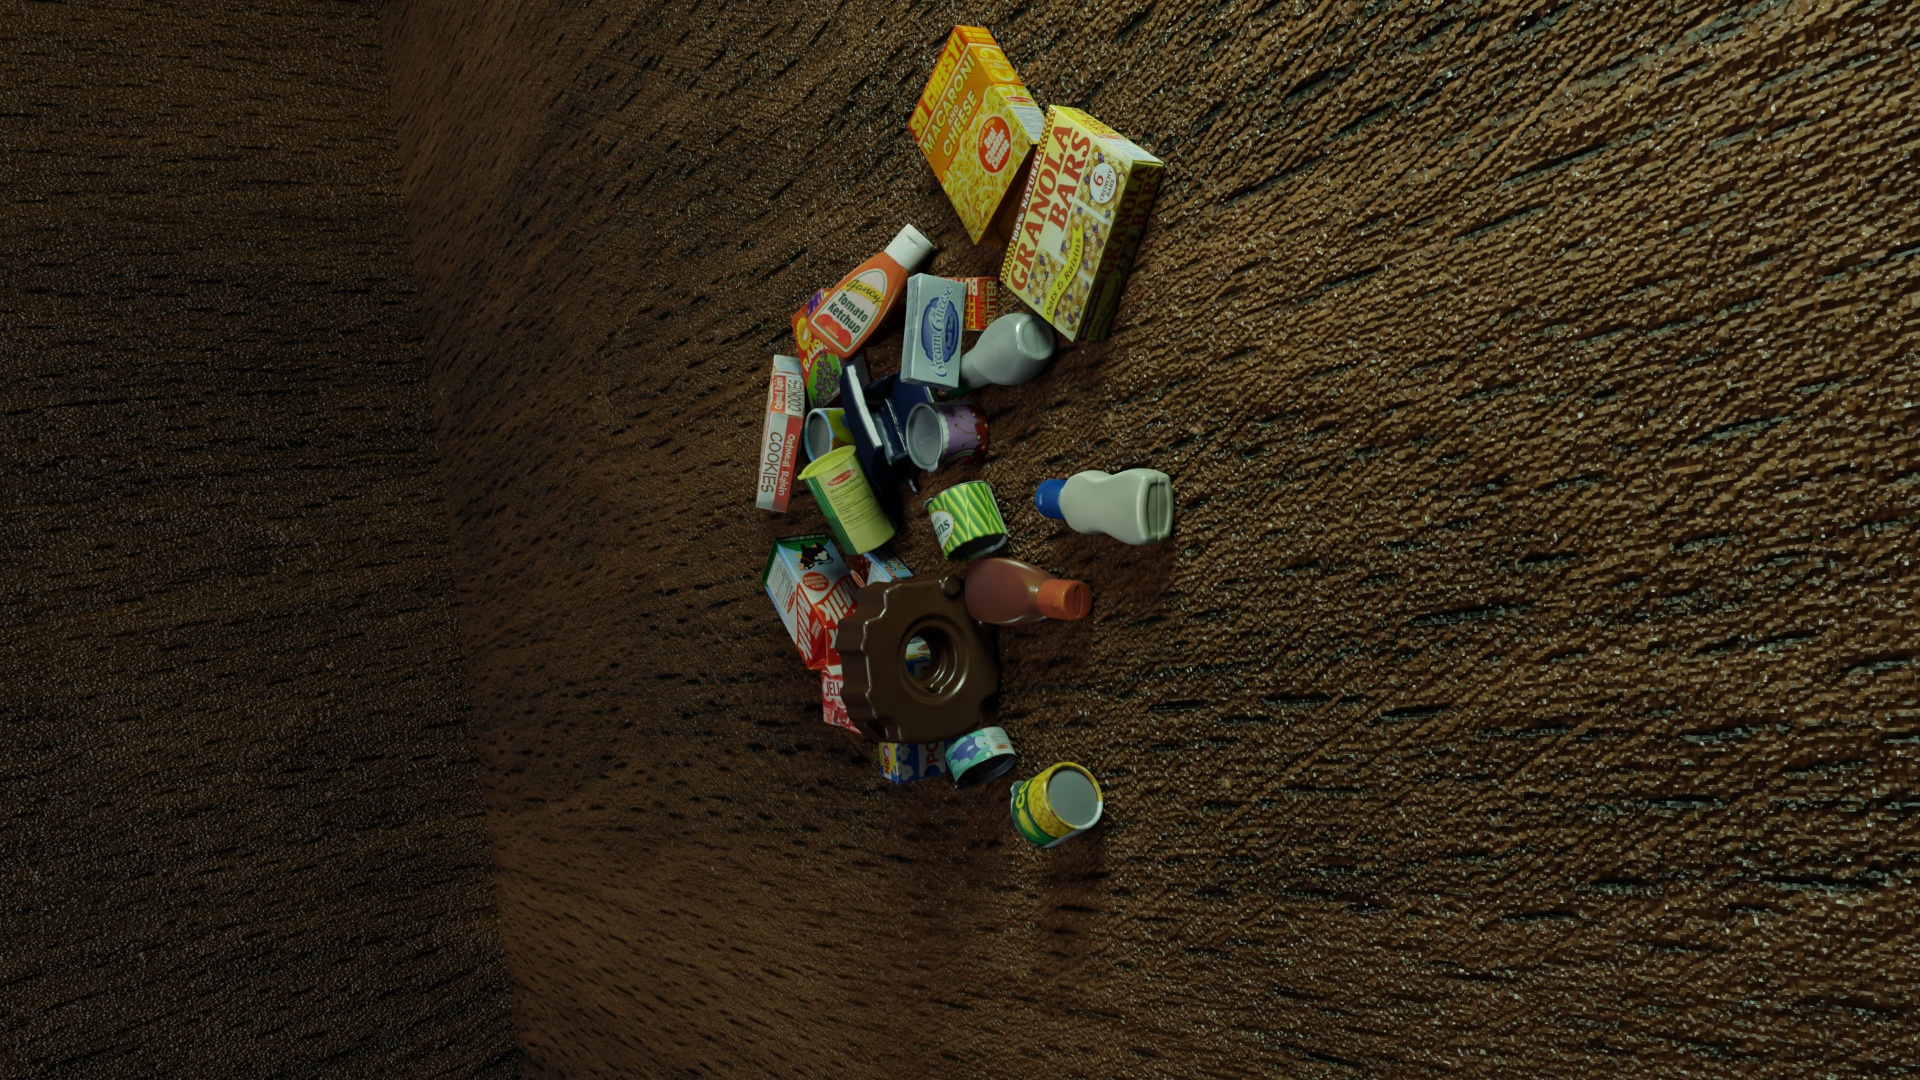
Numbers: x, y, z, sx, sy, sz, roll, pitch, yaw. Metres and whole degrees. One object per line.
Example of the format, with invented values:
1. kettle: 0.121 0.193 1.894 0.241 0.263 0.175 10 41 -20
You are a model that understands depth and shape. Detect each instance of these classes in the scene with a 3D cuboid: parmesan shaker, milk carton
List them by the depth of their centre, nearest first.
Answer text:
1. parmesan shaker: -0.122 -0.042 1.508 0.071 0.071 0.102 4 127 55
2. milk carton: -0.157 0.082 1.612 0.191 0.072 0.073 56 138 36

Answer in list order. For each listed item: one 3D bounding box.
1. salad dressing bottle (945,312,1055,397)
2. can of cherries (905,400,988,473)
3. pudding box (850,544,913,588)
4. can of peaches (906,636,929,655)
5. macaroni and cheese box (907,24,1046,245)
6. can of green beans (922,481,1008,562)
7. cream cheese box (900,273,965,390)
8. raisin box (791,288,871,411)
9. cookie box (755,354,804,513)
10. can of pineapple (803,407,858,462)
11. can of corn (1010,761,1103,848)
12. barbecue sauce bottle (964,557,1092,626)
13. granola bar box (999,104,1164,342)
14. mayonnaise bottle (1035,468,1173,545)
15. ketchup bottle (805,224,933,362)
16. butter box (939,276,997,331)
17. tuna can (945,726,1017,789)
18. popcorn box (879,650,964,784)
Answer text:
1. salad dressing bottle: 0.032 -0.172 1.320 0.147 0.044 0.064 -18 79 57
2. can of cherries: -0.013 -0.103 1.382 0.071 0.058 0.071 12 105 54
3. pudding box: -0.088 0.038 1.541 0.084 0.030 0.049 44 131 44
4. can of peaches: -0.067 0.132 1.491 0.071 0.071 0.058 6 101 55
5. macaroni and cheese box: 0.020 -0.380 1.305 0.123 0.040 0.167 -55 52 45
6. can of green beans: 0.007 -0.018 1.359 0.071 0.071 0.058 -43 61 50
7. cream cheese box: -0.026 -0.199 1.327 0.024 0.053 0.104 -4 81 59
8. raisin box: -0.148 -0.214 1.580 0.086 0.040 0.123 -31 69 54
9. cookie box: -0.208 -0.126 1.620 0.168 0.040 0.122 -101 21 -60
10. can of pineapple: -0.136 -0.115 1.561 0.071 0.058 0.071 13 106 54
11. can of corn: 0.087 0.242 1.281 0.058 0.071 0.071 -43 61 49
12. barbecue sauce bottle: 0.063 0.051 1.309 0.148 0.044 0.065 5 93 55
13. granola bar box: 0.102 -0.274 1.203 0.124 0.039 0.164 48 132 40
14. mayonnaise bottle: 0.123 -0.033 1.211 0.148 0.041 0.064 9 101 56
15. ketchup bottle: -0.089 -0.256 1.422 0.065 0.043 0.148 42 95 4
16. butter box: -0.001 -0.234 1.374 0.103 0.024 0.053 14 107 55
17. tuna can: 0.018 0.216 1.378 0.070 0.071 0.033 -56 50 44
18. popcorn box: -0.041 0.181 1.445 0.038 0.085 0.126 8 102 56
